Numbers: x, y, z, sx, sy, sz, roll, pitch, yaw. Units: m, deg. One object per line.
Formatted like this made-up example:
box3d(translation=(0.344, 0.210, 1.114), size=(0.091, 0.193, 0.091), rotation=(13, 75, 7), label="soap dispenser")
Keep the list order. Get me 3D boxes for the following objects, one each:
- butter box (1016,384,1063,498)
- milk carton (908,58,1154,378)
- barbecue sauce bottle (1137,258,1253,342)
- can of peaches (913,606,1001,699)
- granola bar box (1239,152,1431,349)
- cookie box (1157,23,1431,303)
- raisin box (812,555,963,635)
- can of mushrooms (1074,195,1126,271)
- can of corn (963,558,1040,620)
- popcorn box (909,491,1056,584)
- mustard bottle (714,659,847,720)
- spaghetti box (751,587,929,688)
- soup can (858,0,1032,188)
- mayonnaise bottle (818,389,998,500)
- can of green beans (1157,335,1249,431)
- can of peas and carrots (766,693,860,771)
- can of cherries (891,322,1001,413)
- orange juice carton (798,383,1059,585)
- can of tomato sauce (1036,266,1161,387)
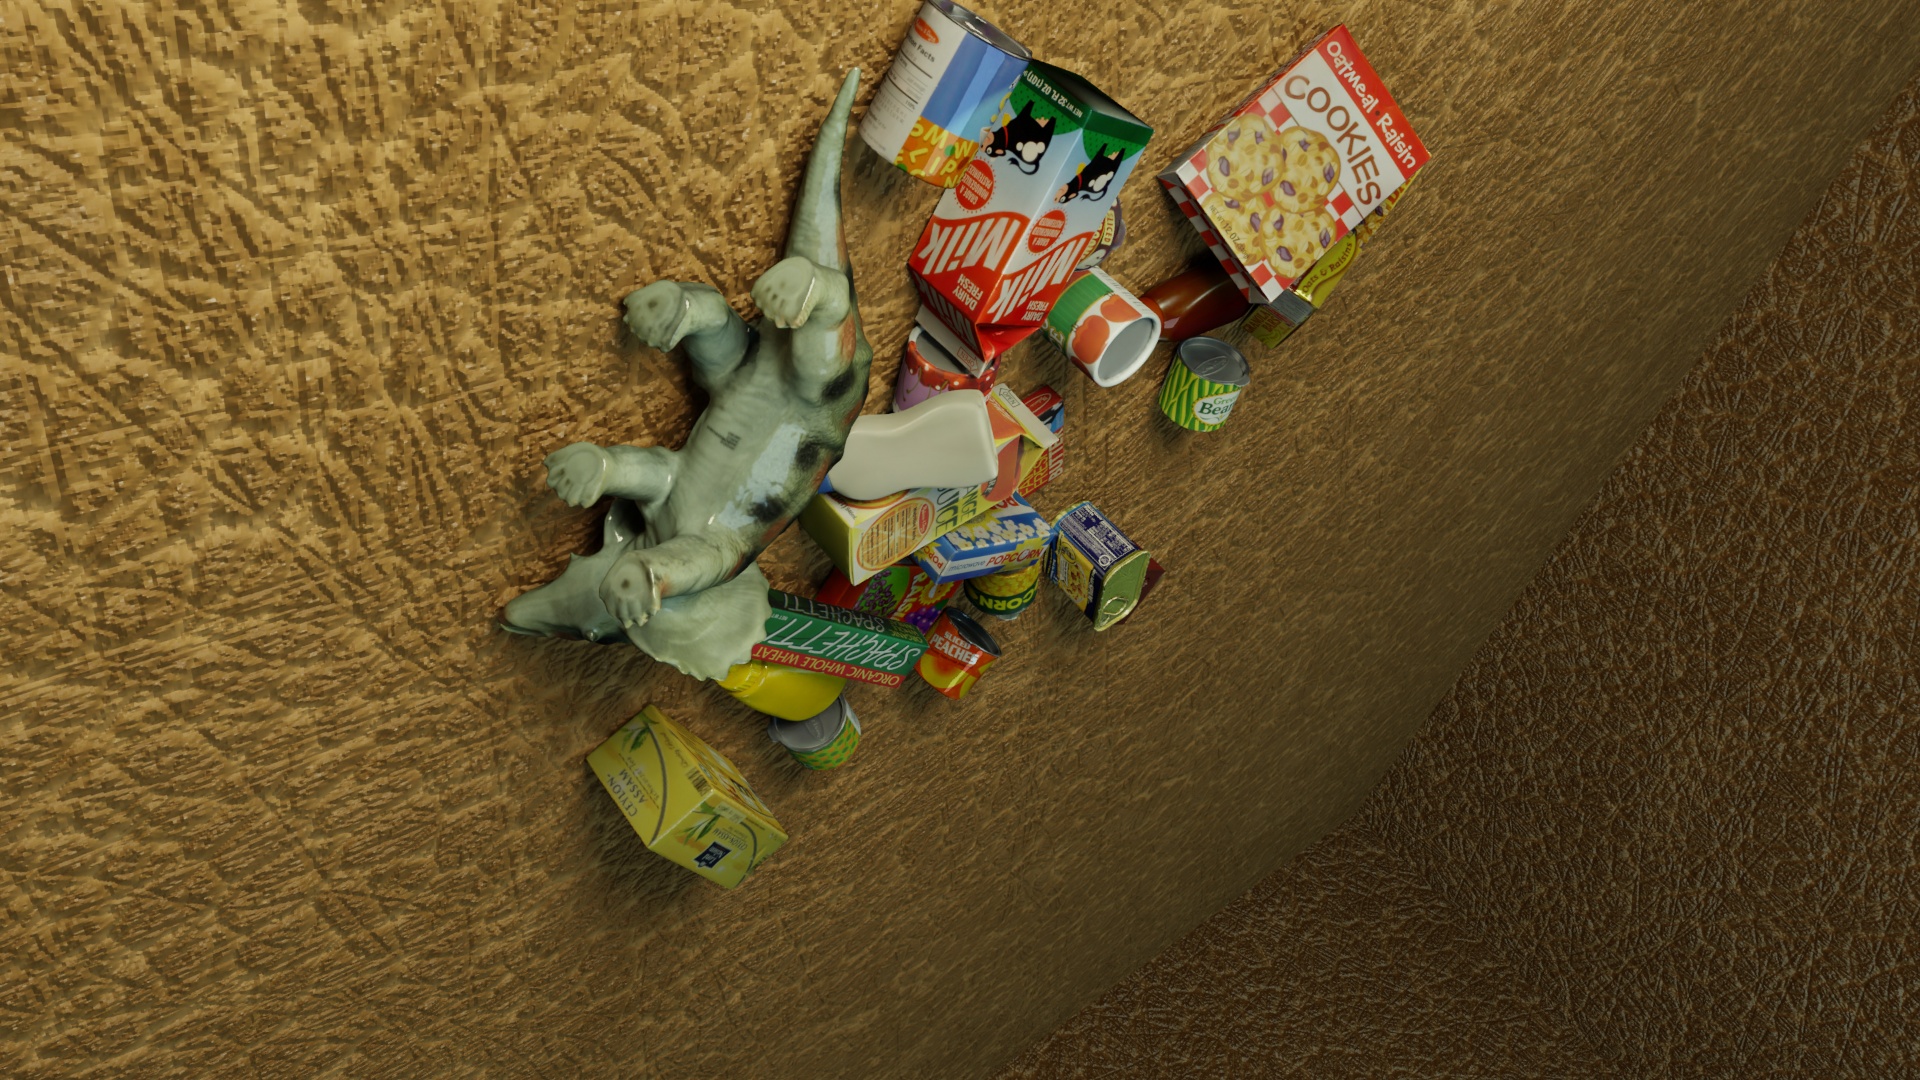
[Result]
box3d(translation=(0.059, -0.079, 1.148), size=(0.053, 0.024, 0.103), rotation=(-34, 151, -17), label="butter box")
box3d(translation=(0.034, -0.201, 0.888), size=(0.073, 0.072, 0.189), rotation=(-6, 135, -51), label="milk carton")
box3d(translation=(0.179, -0.190, 1.133), size=(0.149, 0.044, 0.064), rotation=(-24, 151, -33), label="barbecue sauce bottle")
box3d(translation=(-0.007, 0.104, 1.269), size=(0.058, 0.071, 0.071), rotation=(-49, 152, 12), label="can of peaches")
box3d(translation=(0.308, -0.245, 1.150), size=(0.166, 0.039, 0.124), rotation=(-53, 179, -9), label="granola bar box")
box3d(translation=(0.248, -0.277, 1.027), size=(0.167, 0.122, 0.040), rotation=(-42, -164, -4), label="cookie box")
box3d(translation=(-0.058, 0.041, 1.142), size=(0.123, 0.040, 0.085), rotation=(4, 126, -54), label="raisin box")
box3d(translation=(0.074, -0.214, 0.926), size=(0.033, 0.071, 0.070), rotation=(-3, 132, -50), label="can of mushrooms")
box3d(translation=(0.037, 0.025, 1.214), size=(0.071, 0.071, 0.058), rotation=(-32, 149, -23), label="can of corn")
box3d(translation=(0.004, -0.014, 1.098), size=(0.127, 0.085, 0.038), rotation=(-9, 138, -49), label="popcorn box")
box3d(translation=(-0.151, 0.103, 1.092), size=(0.065, 0.049, 0.160), rotation=(-48, 152, 8), label="mustard bottle")
box3d(translation=(-0.124, 0.068, 1.043), size=(0.250, 0.029, 0.050), rotation=(18, 116, -46), label="spaghetti box")
box3d(translation=(-0.007, -0.248, 0.772), size=(0.071, 0.071, 0.083), rotation=(-3, 133, -52), label="soup can")
box3d(translation=(-0.052, -0.058, 0.933), size=(0.148, 0.041, 0.064), rotation=(-10, 118, 7), label="mayonnaise bottle")
box3d(translation=(0.214, -0.138, 1.229), size=(0.071, 0.071, 0.057), rotation=(-23, 146, -35), label="can of green beans")
box3d(translation=(-0.125, 0.159, 1.189), size=(0.071, 0.071, 0.058), rotation=(-38, 153, -10), label="can of peas and carrots")
box3d(translation=(-0.007, -0.110, 0.962), size=(0.072, 0.071, 0.058), rotation=(-22, 145, -36), label="can of cherries")
box3d(translation=(-0.022, -0.054, 1.021), size=(0.193, 0.072, 0.072), rotation=(-31, 150, -24), label="orange juice carton")
box3d(translation=(0.094, -0.160, 1.015), size=(0.071, 0.083, 0.070), rotation=(-33, 150, -21), label="can of tomato sauce")
